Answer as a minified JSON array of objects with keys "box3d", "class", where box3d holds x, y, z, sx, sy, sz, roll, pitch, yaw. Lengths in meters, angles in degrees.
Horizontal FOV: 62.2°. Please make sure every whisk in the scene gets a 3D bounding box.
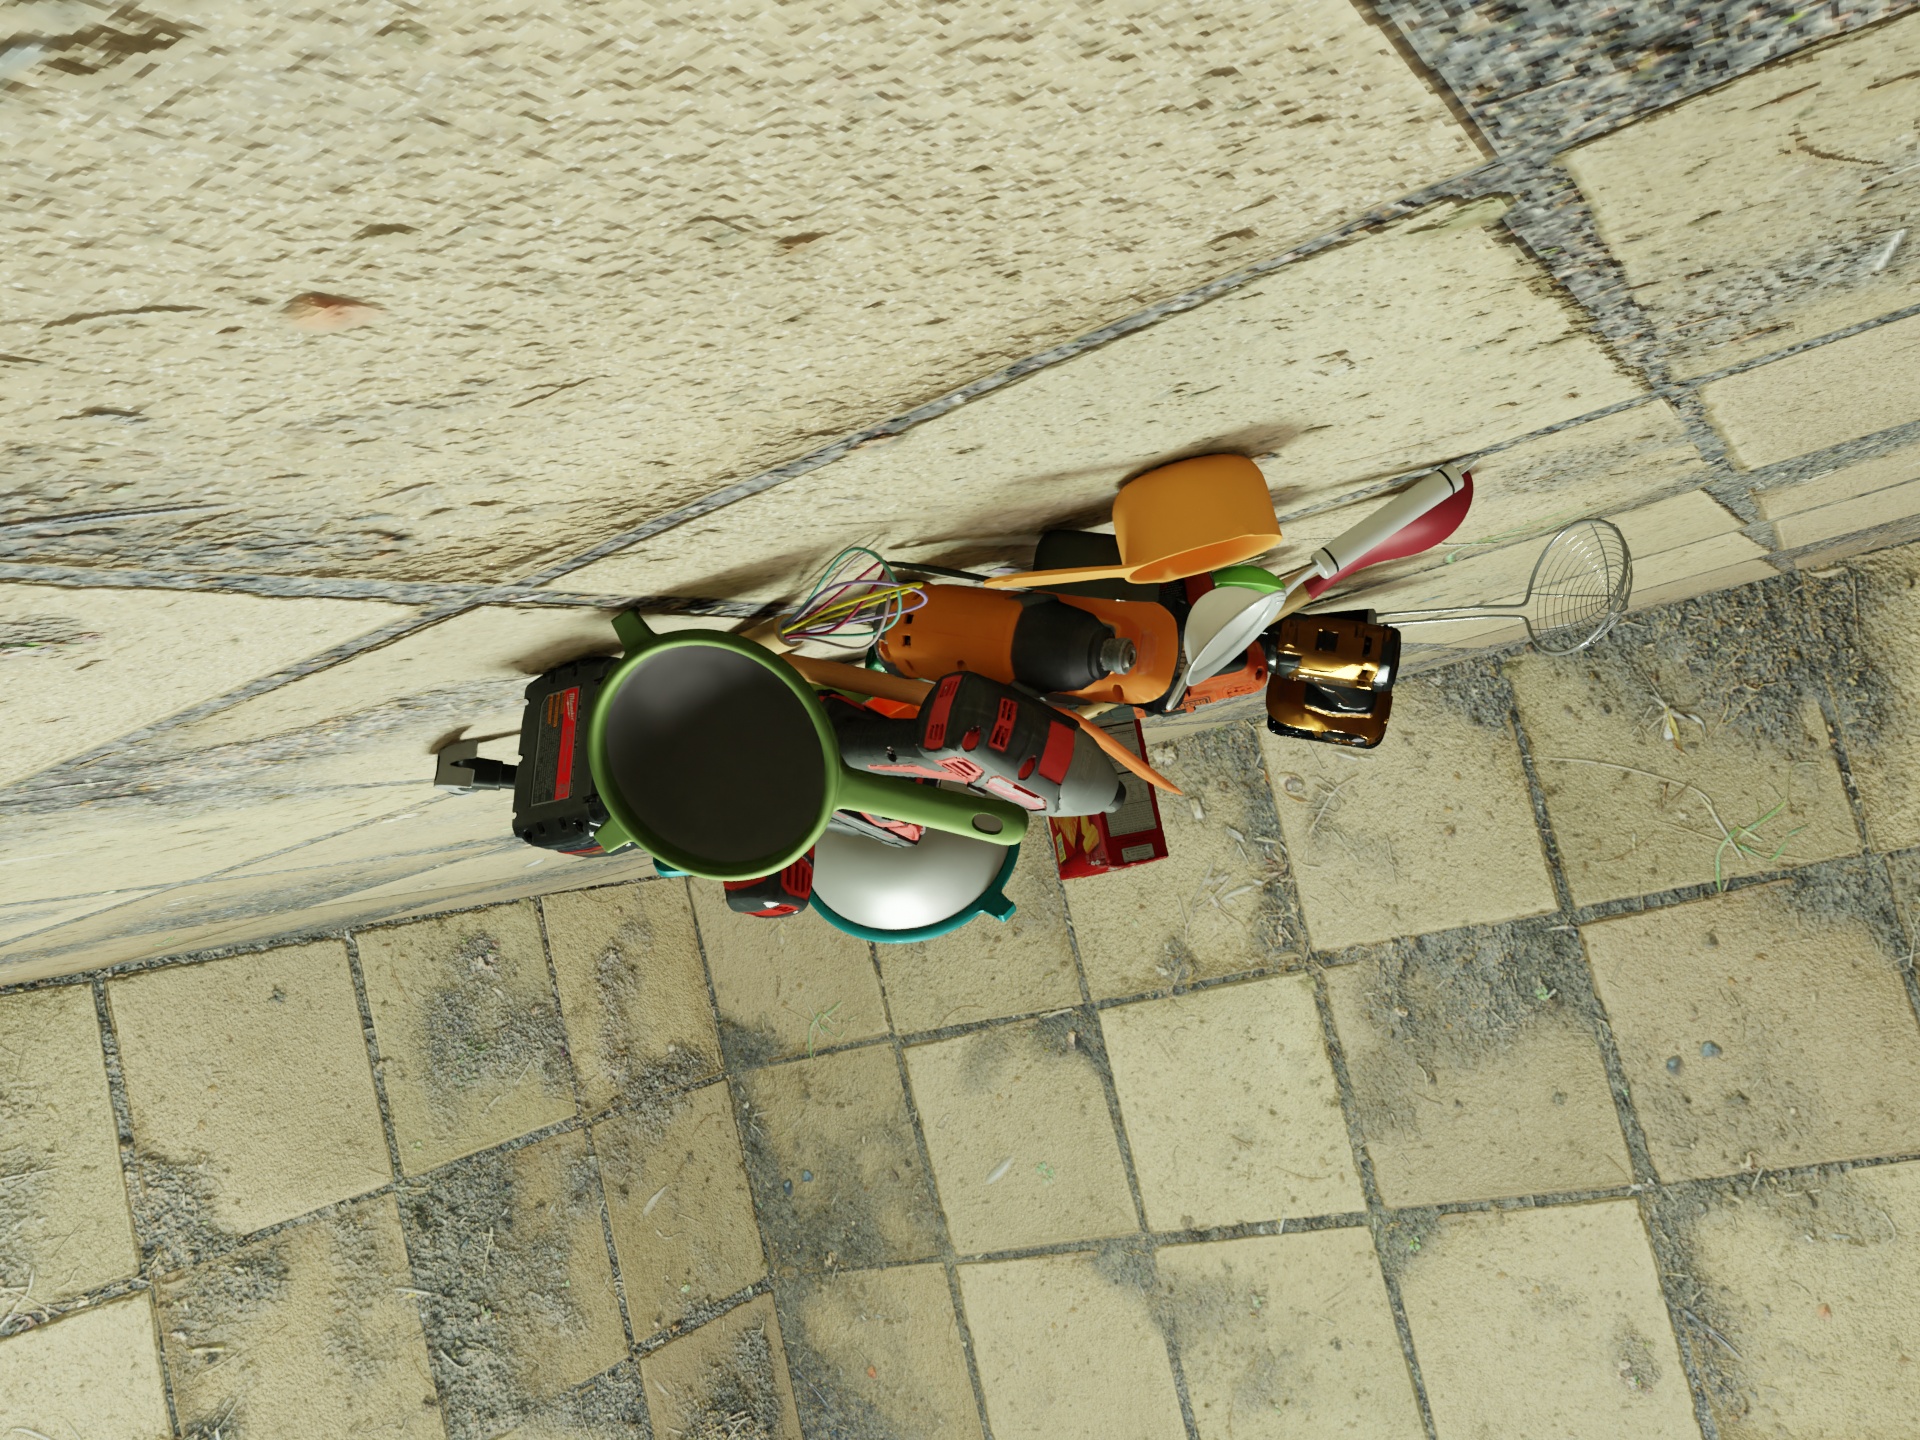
[{"box3d":[-0.095,-0.058,0.944,0.047,0.051,0.245,-49,-162,-27],"class":"whisk"}]

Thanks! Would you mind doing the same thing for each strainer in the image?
[{"box3d":[0.227,-0.098,1.028,0.258,0.050,0.086,-34,163,0],"class":"strainer"},{"box3d":[-0.082,0.023,0.911,0.256,0.151,0.069,13,-158,7],"class":"strainer"},{"box3d":[-0.118,0.093,1.427,0.340,0.211,0.095,-6,145,4],"class":"strainer"}]

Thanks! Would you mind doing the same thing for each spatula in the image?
[{"box3d":[-0.002,-0.003,1.089,0.322,0.041,0.081,12,-177,-10],"class":"spatula"}]

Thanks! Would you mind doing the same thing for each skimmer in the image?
[{"box3d":[0.440,-0.112,1.494,0.363,0.127,0.090,-4,157,30],"class":"skimmer"}]

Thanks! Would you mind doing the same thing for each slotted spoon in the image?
[{"box3d":[0.104,-0.078,1.271,0.314,0.031,0.070,-13,167,17],"class":"slotted spoon"}]

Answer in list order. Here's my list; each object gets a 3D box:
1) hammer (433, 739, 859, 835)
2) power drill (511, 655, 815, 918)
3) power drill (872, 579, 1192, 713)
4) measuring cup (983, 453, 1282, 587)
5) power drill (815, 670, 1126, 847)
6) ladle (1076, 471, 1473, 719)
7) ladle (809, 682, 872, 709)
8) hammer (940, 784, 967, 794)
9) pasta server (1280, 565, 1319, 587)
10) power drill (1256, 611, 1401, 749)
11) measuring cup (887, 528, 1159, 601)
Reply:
[{"box3d":[-0.238,0.057,1.242,0.334,0.035,0.146,8,171,-13],"class":"hammer"},{"box3d":[-0.179,0.024,1.061,0.080,0.188,0.226,-12,157,35],"class":"power drill"},{"box3d":[0.070,-0.048,1.025,0.164,0.084,0.226,9,-175,30],"class":"power drill"},{"box3d":[0.088,-0.105,0.855,0.173,0.052,0.095,-9,173,-20],"class":"measuring cup"},{"box3d":[-0.006,0.027,0.999,0.143,0.079,0.220,26,160,-32],"class":"power drill"},{"box3d":[0.218,-0.079,1.112,0.315,0.031,0.069,-29,159,15],"class":"ladle"},{"box3d":[-0.176,0.003,1.165,0.320,0.078,0.062,-9,130,-48],"class":"ladle"},{"box3d":[0.077,-0.030,1.348,0.331,0.130,0.031,-21,172,-8],"class":"hammer"},{"box3d":[0.253,-0.096,1.386,0.040,0.060,0.316,32,147,-27],"class":"pasta server"},{"box3d":[0.327,-0.045,1.528,0.185,0.084,0.226,9,167,18],"class":"power drill"},{"box3d":[0.039,-0.096,0.920,0.167,0.038,0.083,5,-172,-20],"class":"measuring cup"}]
